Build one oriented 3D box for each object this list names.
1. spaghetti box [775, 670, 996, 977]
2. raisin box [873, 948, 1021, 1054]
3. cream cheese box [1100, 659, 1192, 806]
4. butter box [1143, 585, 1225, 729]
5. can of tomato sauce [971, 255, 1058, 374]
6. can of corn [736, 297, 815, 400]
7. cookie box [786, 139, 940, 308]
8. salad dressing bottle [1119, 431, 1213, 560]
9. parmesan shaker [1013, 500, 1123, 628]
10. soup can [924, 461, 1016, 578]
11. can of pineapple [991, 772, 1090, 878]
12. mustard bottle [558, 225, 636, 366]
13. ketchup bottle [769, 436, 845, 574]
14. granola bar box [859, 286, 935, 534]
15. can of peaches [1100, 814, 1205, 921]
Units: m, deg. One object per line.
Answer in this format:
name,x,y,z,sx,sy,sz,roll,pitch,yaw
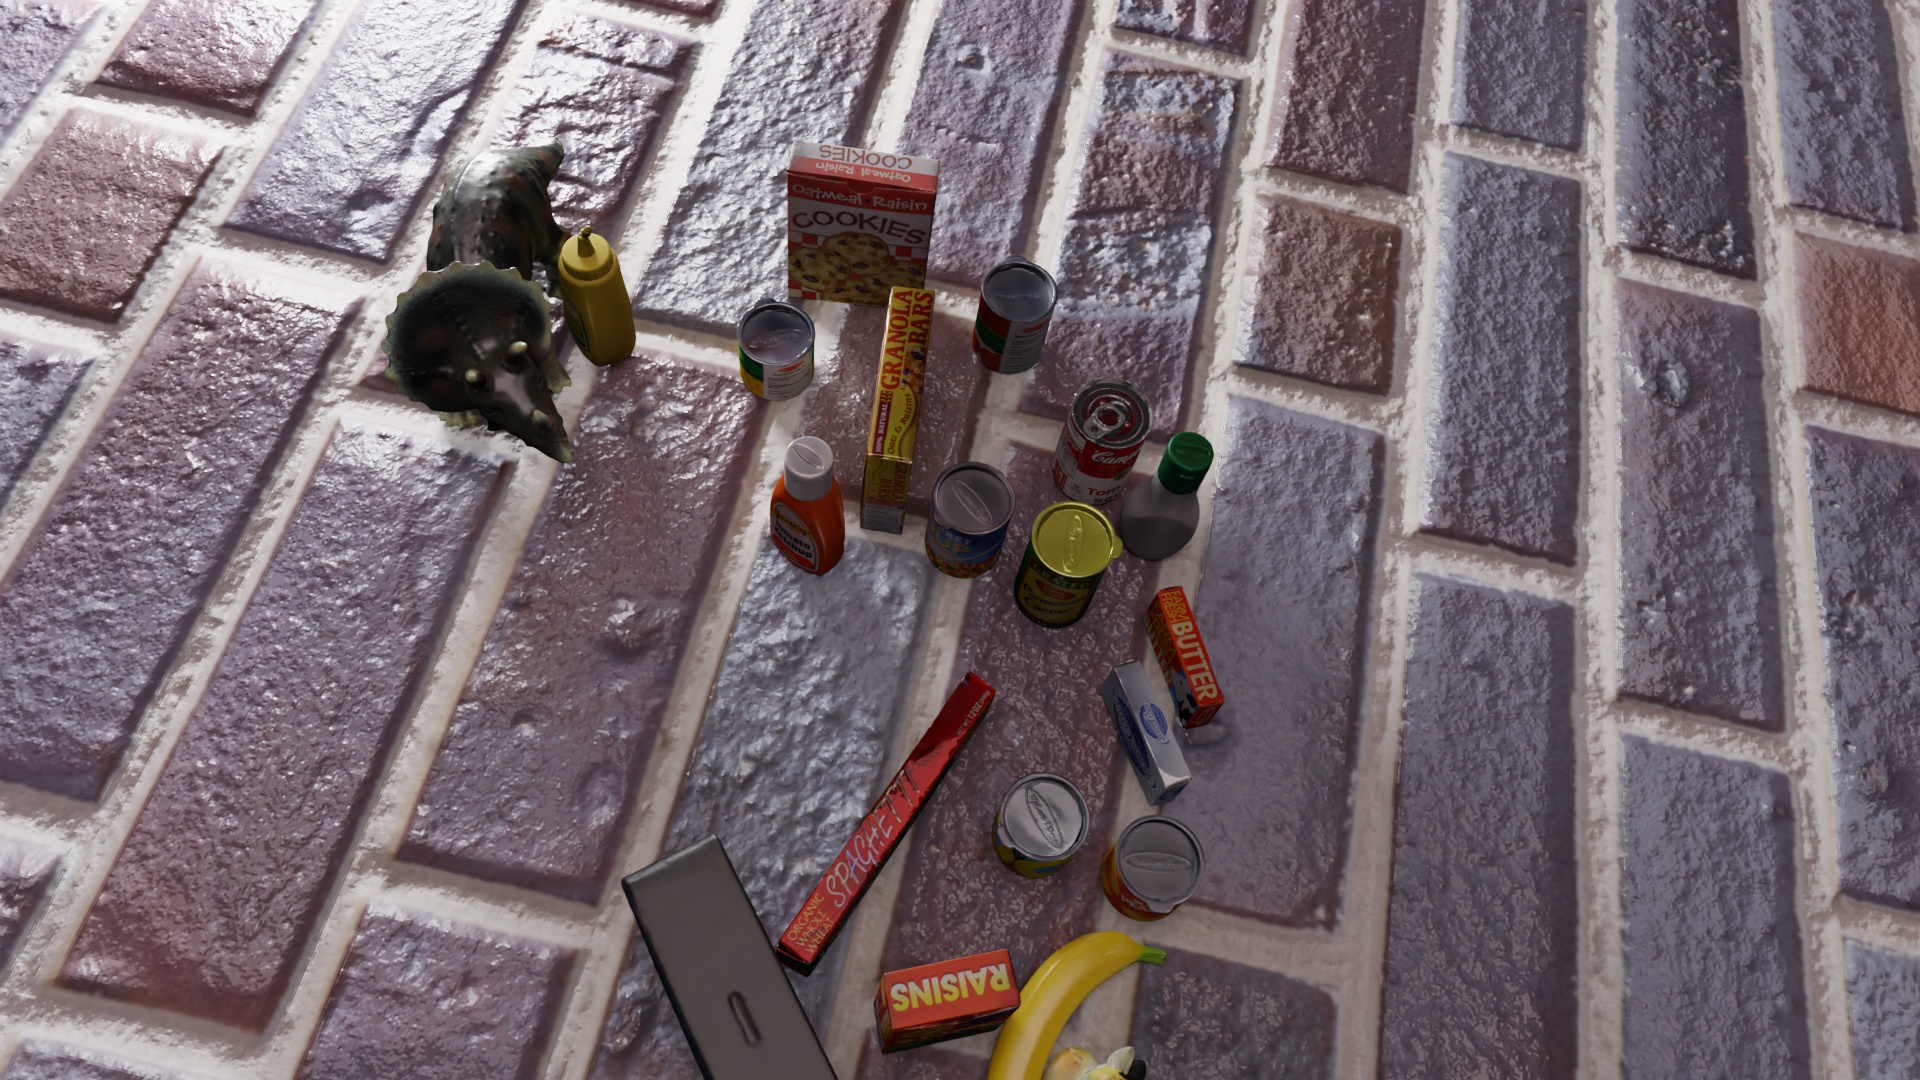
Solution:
spaghetti box,-0.052,0.206,1.025,0.029,0.050,0.251,32,63,9
raisin box,-0.012,0.312,0.933,0.086,0.122,0.040,-7,64,-11
cream cheese box,0.143,0.149,1.077,0.024,0.053,0.104,-16,66,-14
butter box,0.178,0.093,1.111,0.024,0.053,0.104,-11,65,-12
can of tomato sauce,0.046,-0.198,1.229,0.071,0.082,0.071,3,63,-6
can of corn,-0.160,-0.165,1.200,0.071,0.058,0.071,3,63,-6
cookie box,-0.087,-0.267,1.201,0.123,0.166,0.040,7,62,-4
salad dressing bottle,0.169,-0.035,1.123,0.064,0.147,0.044,10,62,-2
parmesan shaker,0.084,0.022,1.108,0.071,0.102,0.071,3,63,-6
soup can,0.004,-0.014,1.128,0.071,0.083,0.071,3,63,-6
can of pineapple,0.057,0.212,1.031,0.071,0.057,0.071,3,63,-6
mustard bottle,-0.304,-0.209,1.147,0.049,0.159,0.065,-30,70,-20
ketchup bottle,-0.119,-0.029,1.083,0.065,0.148,0.044,37,65,12
granola bar box,-0.053,-0.107,1.146,0.039,0.123,0.166,8,62,-3
can of peaches,0.141,0.245,1.024,0.071,0.057,0.071,3,63,-6
